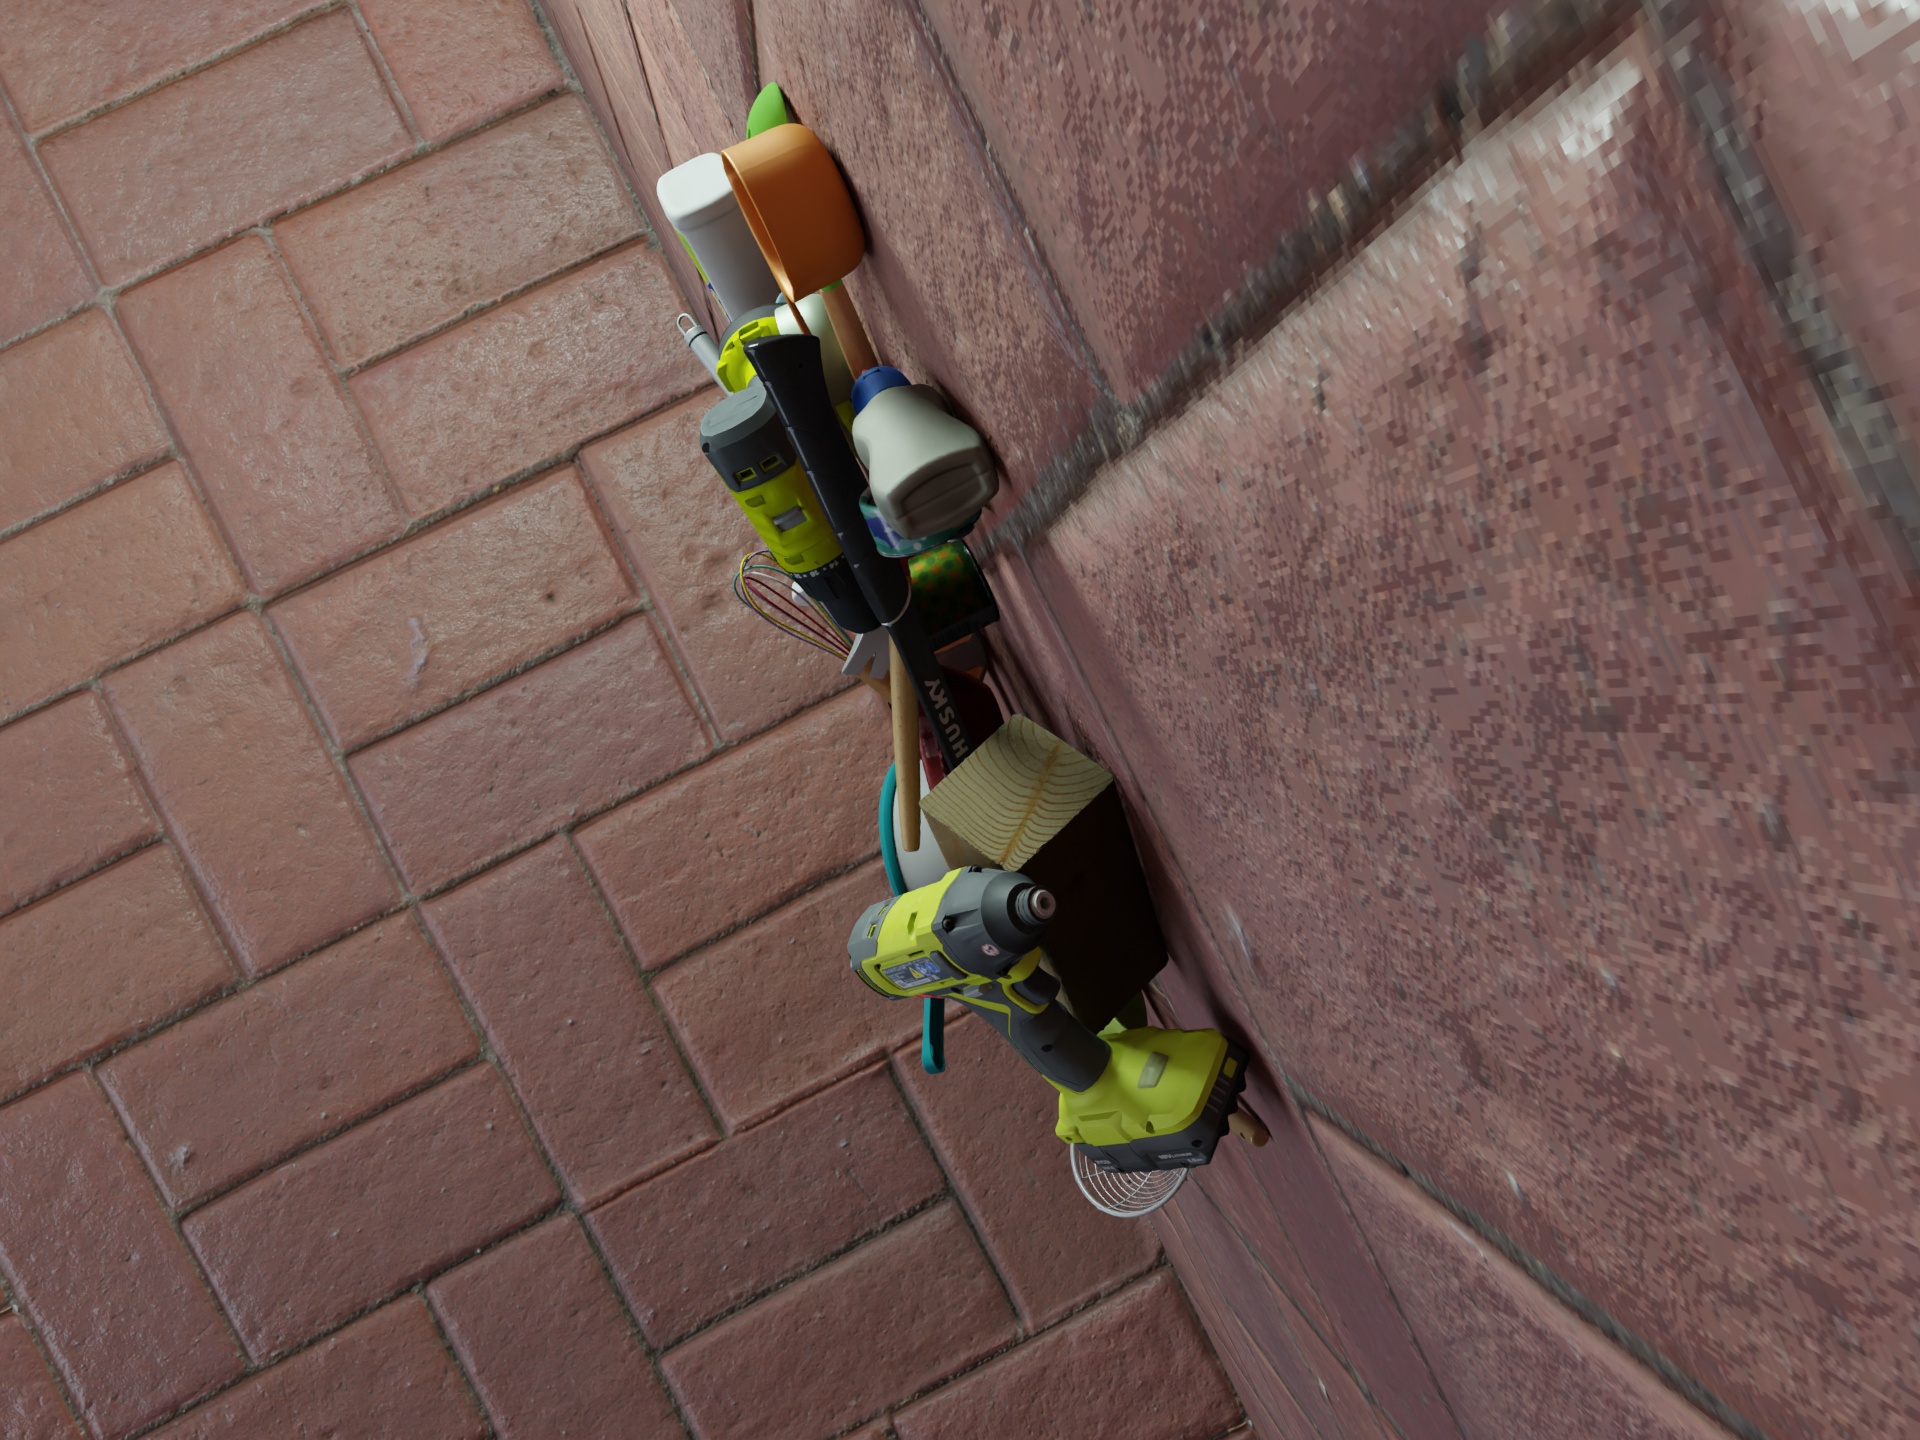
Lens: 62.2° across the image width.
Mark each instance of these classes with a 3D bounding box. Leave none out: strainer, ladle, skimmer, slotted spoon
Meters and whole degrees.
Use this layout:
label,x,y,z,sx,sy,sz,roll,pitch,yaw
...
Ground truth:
label,x,y,z,sx,sy,sz,roll,pitch,yaw
strainer,0.010,0.175,1.549,0.210,0.095,0.341,45,-143,-45
strainer,-0.151,-0.232,1.286,0.258,0.087,0.050,53,-158,9
ladle,0.164,0.251,1.195,0.078,0.062,0.320,66,168,-12
ladle,-0.040,-0.068,1.035,0.069,0.031,0.315,-68,-24,-79
skimmer,0.089,0.245,1.371,0.363,0.127,0.090,62,-153,2
slotted spoon,-0.074,-0.256,1.014,0.313,0.031,0.070,66,180,-47

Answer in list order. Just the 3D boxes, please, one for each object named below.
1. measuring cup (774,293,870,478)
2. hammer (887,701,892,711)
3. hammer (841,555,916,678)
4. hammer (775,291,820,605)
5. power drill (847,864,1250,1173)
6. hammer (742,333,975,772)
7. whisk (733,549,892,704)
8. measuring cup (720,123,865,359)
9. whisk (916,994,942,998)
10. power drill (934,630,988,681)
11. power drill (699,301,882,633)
label,x,y,z,sx,sy,sz,roll,pitch,yaw
measuring cup,-0.071,-0.218,1.100,0.167,0.038,0.083,59,-168,-23
hammer,0.049,0.094,1.428,0.337,0.034,0.127,58,152,5
hammer,-0.086,-0.162,1.341,0.335,0.035,0.146,-113,35,-59
hammer,-0.139,-0.240,1.376,0.330,0.033,0.128,98,165,-61
power drill,0.059,0.174,0.947,0.223,0.080,0.171,41,146,-17
hammer,-0.038,-0.054,0.994,0.036,0.149,0.408,16,138,49
whisk,-0.100,-0.058,1.338,0.244,0.051,0.047,41,-161,-34
measuring cup,-0.082,-0.264,0.905,0.095,0.052,0.173,61,178,23
whisk,0.038,0.177,1.225,0.296,0.073,0.073,-13,107,49
power drill,-0.002,-0.004,1.315,0.185,0.084,0.226,-127,16,-67
power drill,-0.112,-0.183,1.142,0.190,0.080,0.229,57,-165,-35
